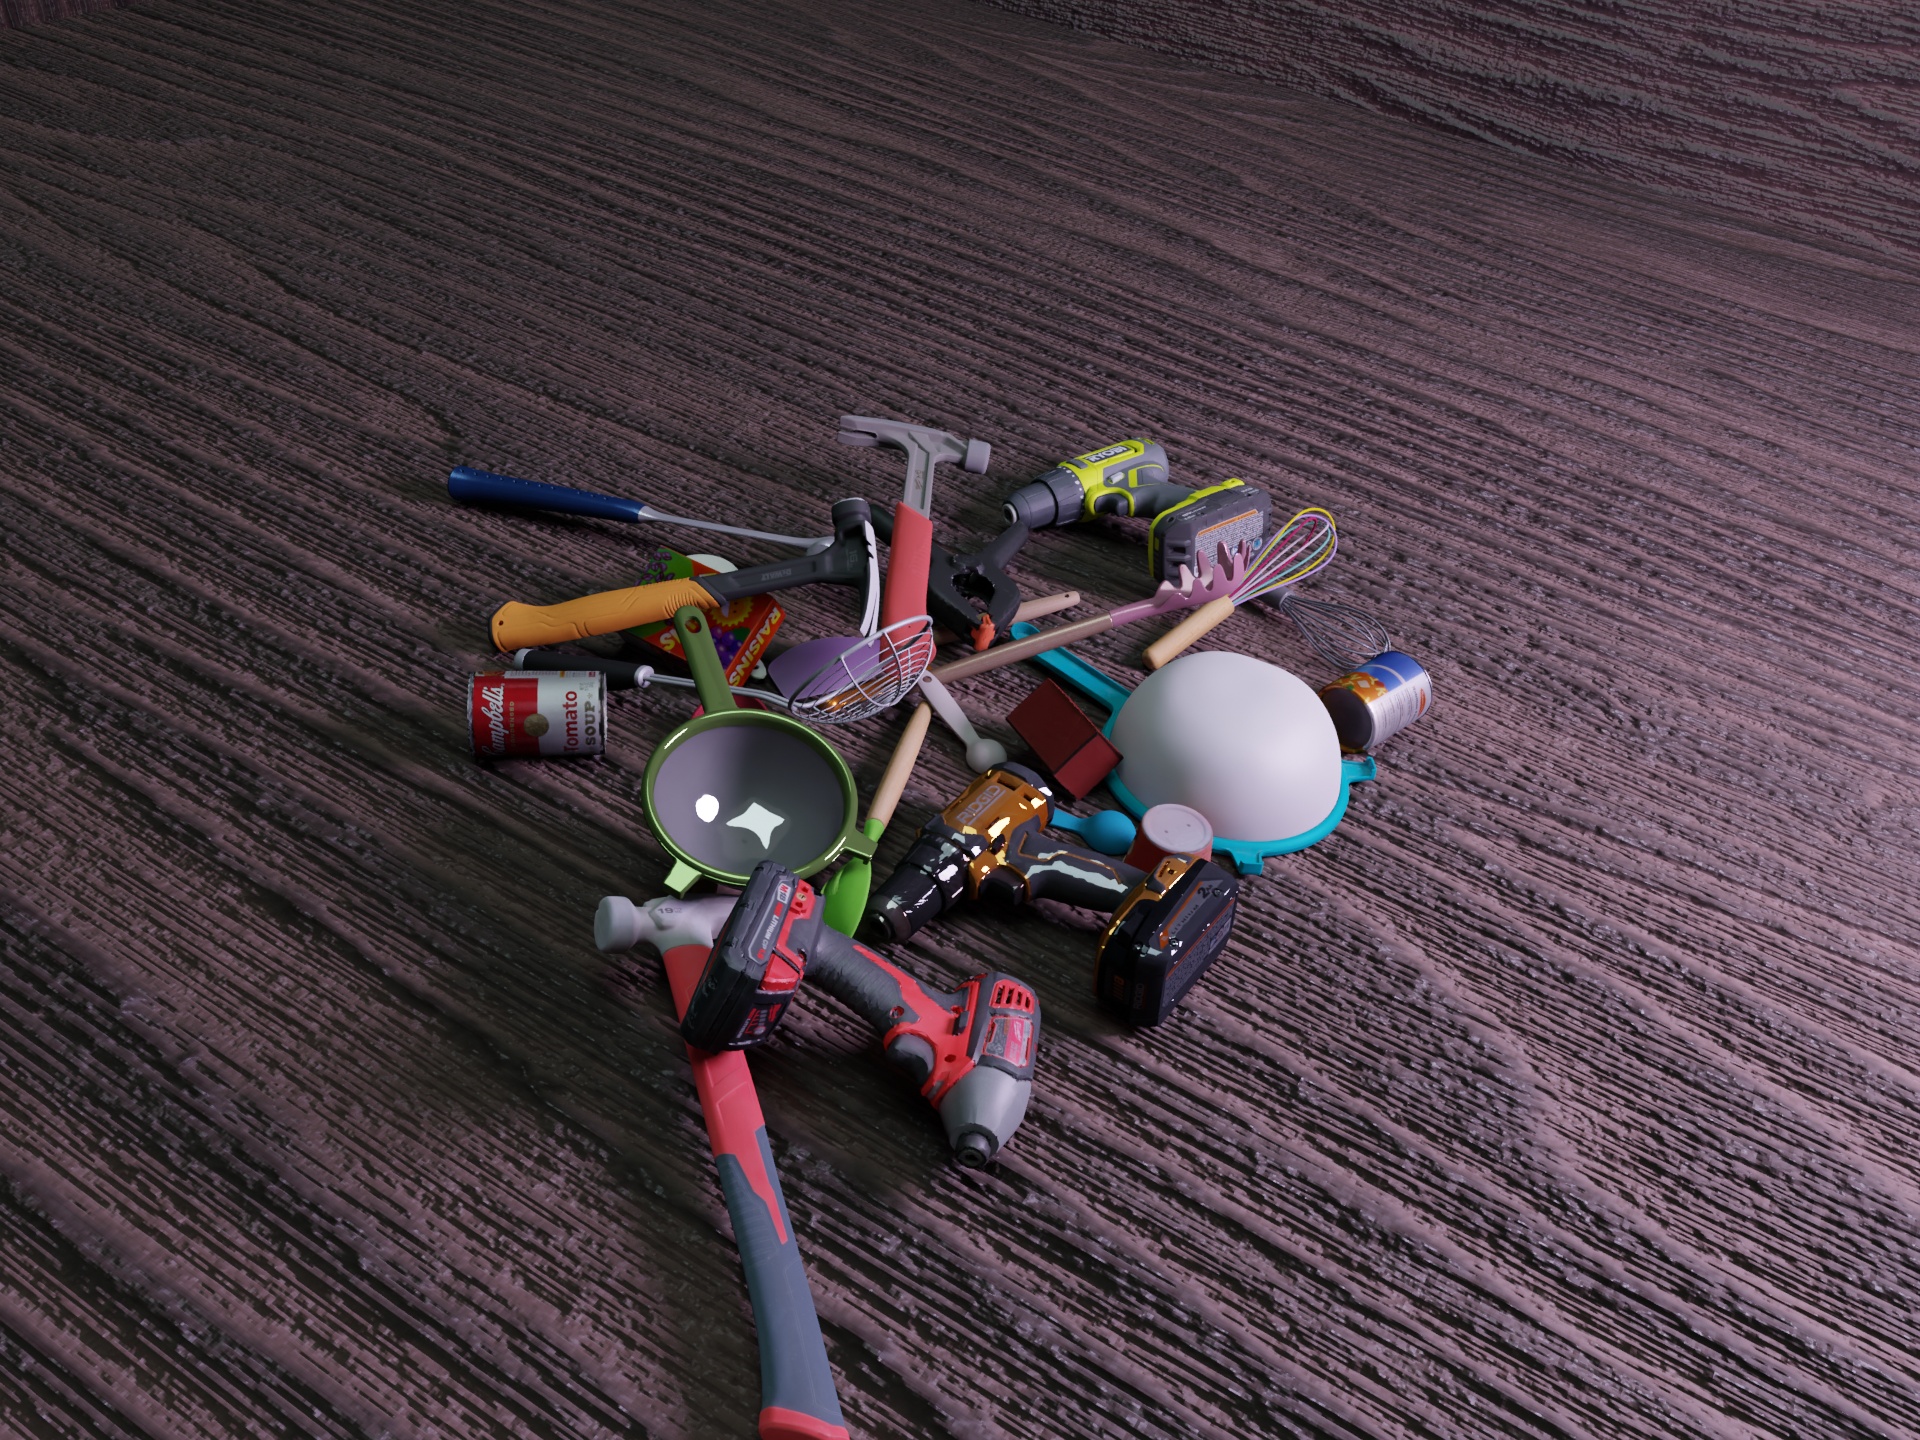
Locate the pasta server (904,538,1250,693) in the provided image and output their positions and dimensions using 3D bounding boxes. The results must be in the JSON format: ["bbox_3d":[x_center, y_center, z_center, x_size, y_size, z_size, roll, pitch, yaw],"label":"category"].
[{"bbox_3d":[0.101,-0.085,1.363,0.316,0.040,0.060,-19,19,0],"label":"pasta server"}]

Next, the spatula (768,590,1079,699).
[{"bbox_3d":[-0.025,-0.076,1.424,0.316,0.018,0.060,-17,55,-27],"label":"spatula"}]

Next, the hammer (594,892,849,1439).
[{"bbox_3d":[-0.119,0.256,0.965,0.143,0.038,0.387,5,39,-29],"label":"hammer"}]

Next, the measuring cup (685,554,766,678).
[{"bbox_3d":[-0.209,-0.094,1.398,0.083,0.038,0.168,-16,42,-27],"label":"measuring cup"}]

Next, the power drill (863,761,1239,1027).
[{"bbox_3d":[0.060,0.130,1.136,0.226,0.084,0.185,26,45,27],"label":"power drill"}]

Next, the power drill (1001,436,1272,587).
[{"bbox_3d":[0.170,-0.203,1.552,0.190,0.080,0.229,-23,36,-29],"label":"power drill"}]

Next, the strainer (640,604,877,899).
[{"bbox_3d":[-0.170,0.029,1.156,0.151,0.069,0.257,-9,54,-22],"label":"strainer"}]

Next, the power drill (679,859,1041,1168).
[{"bbox_3d":[-0.054,0.190,1.002,0.219,0.078,0.143,26,33,-8],"label":"power drill"}]

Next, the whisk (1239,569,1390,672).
[{"bbox_3d":[0.308,-0.110,1.508,0.055,0.055,0.239,-22,42,-32],"label":"whisk"}]

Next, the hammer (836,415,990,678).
[{"bbox_3d":[-0.053,-0.164,1.420,0.149,0.036,0.359,9,40,-4],"label":"hammer"}]

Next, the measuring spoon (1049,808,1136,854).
[{"bbox_3d":[0.078,0.071,1.254,0.128,0.021,0.042,18,39,11],"label":"measuring spoon"}]

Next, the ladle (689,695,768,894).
[{"bbox_3d":[-0.184,0.089,1.185,0.069,0.031,0.316,1,40,-1],"label":"ladle"}]

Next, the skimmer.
[{"bbox_3d":[-0.197,-0.057,1.262,0.363,0.090,0.127,8,9,21],"label":"skimmer"}]

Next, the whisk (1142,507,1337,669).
[{"bbox_3d":[0.258,-0.123,1.469,0.245,0.047,0.051,-36,52,-20],"label":"whisk"}]

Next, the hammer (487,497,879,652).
[{"bbox_3d":[-0.232,-0.095,1.322,0.337,0.034,0.127,-10,66,8],"label":"hammer"}]

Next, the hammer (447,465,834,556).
[{"bbox_3d":[-0.283,-0.190,1.488,0.405,0.035,0.144,11,15,11],"label":"hammer"}]

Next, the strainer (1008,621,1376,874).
[{"bbox_3d":[0.177,-0.024,1.332,0.341,0.095,0.211,34,46,28],"label":"strainer"}]

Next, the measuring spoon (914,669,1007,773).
[{"bbox_3d":[-0.002,-0.004,1.322,0.034,0.018,0.124,-22,58,-29],"label":"measuring spoon"}]

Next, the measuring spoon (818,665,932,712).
[{"bbox_3d":[-0.072,-0.031,1.365,0.117,0.011,0.021,-21,47,-32],"label":"measuring spoon"}]

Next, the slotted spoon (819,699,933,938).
[{"bbox_3d":[-0.061,0.068,1.217,0.031,0.070,0.314,35,32,-9],"label":"slotted spoon"}]
